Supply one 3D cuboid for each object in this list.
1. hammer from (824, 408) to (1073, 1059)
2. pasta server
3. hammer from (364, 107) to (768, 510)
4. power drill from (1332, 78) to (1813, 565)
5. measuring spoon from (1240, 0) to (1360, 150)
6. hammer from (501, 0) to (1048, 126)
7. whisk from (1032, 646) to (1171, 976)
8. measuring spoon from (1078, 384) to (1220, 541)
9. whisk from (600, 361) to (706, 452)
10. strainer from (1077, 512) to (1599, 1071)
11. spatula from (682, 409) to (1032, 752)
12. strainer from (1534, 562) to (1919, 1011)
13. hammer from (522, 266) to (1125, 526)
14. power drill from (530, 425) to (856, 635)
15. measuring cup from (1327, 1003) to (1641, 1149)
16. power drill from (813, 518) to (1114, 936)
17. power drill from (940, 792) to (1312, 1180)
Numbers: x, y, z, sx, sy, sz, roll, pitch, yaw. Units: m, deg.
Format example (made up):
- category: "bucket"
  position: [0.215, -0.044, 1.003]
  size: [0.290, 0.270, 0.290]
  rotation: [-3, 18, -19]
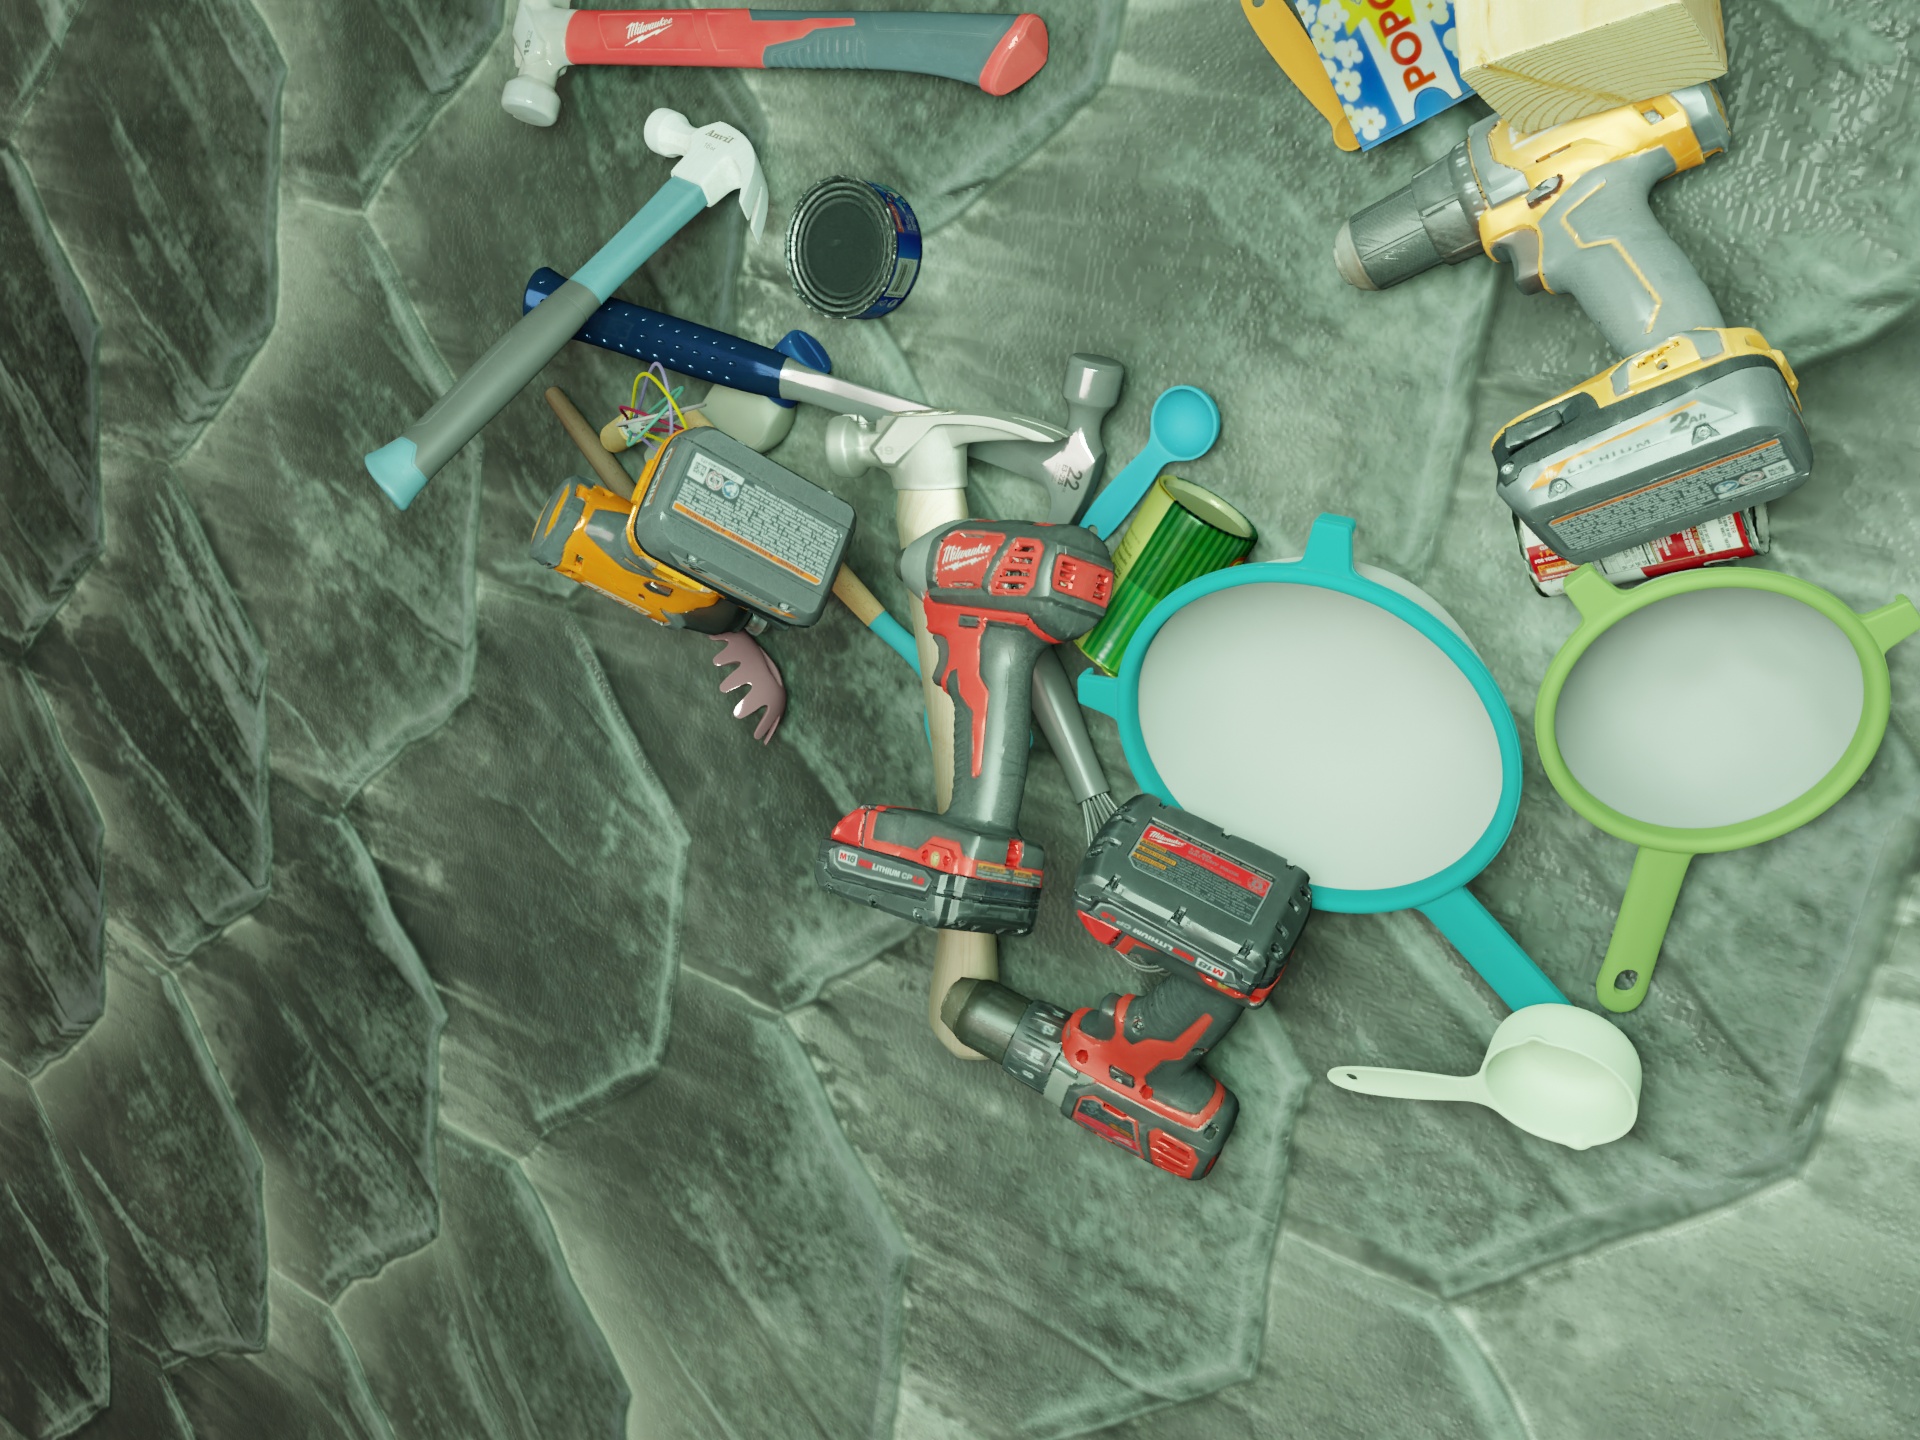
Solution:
- category: "hammer"
  position: [0.007, 0.018, 0.970]
  size: [0.146, 0.038, 0.410]
  rotation: [3, 108, 25]
- category: "pasta server"
  position: [-0.213, -0.117, 1.122]
  size: [0.040, 0.060, 0.316]
  rotation: [-38, 74, 0]
- category: "hammer"
  position: [-0.243, -0.256, 0.987]
  size: [0.128, 0.033, 0.331]
  rotation: [29, 70, 29]
- category: "power drill"
  position: [0.273, -0.189, 0.735]
  size: [0.185, 0.084, 0.226]
  rotation: [-20, 61, 33]
- category: "measuring spoon"
  position: [0.182, -0.349, 0.841]
  size: [0.021, 0.011, 0.117]
  rotation: [-39, 75, 35]
- category: "hammer"
  position: [-0.121, -0.440, 0.991]
  size: [0.386, 0.038, 0.143]
  rotation: [13, 89, 26]
- category: "whisk"
  position: [0.082, 0.045, 0.965]
  size: [0.055, 0.055, 0.239]
  rotation: [-29, 79, 33]
- category: "measuring spoon"
  position: [0.109, -0.144, 0.928]
  size: [0.042, 0.021, 0.128]
  rotation: [52, 131, 13]
- category: "whisk"
  position: [-0.207, -0.188, 1.029]
  size: [0.051, 0.047, 0.245]
  rotation: [-62, 20, -5]
- category: "strainer"
  position: [0.238, 0.038, 0.845]
  size: [0.340, 0.095, 0.211]
  rotation: [47, 135, -8]
- category: "spatula"
  position: [-0.075, -0.083, 1.021]
  size: [0.317, 0.044, 0.082]
  rotation: [47, 123, 4]
- category: "strainer"
  position: [0.349, 0.029, 0.785]
  size: [0.151, 0.069, 0.256]
  rotation: [7, 123, 9]
- category: "hammer"
  position: [-0.101, -0.205, 0.992]
  size: [0.406, 0.035, 0.144]
  rotation: [21, 114, 18]
- category: "power drill"
  position: [-0.154, -0.100, 0.970]
  size: [0.226, 0.164, 0.084]
  rotation: [-2, 65, 59]
- category: "measuring cup"
  position: [0.276, 0.183, 0.847]
  size: [0.167, 0.038, 0.083]
  rotation: [-7, 123, 41]
- category: "power drill"
  position: [-0.001, -0.003, 0.867]
  size: [0.143, 0.078, 0.220]
  rotation: [12, 88, 46]
- category: "power drill"
  position: [0.087, 0.151, 0.905]
  size: [0.188, 0.080, 0.226]
  rotation: [26, 133, 15]
